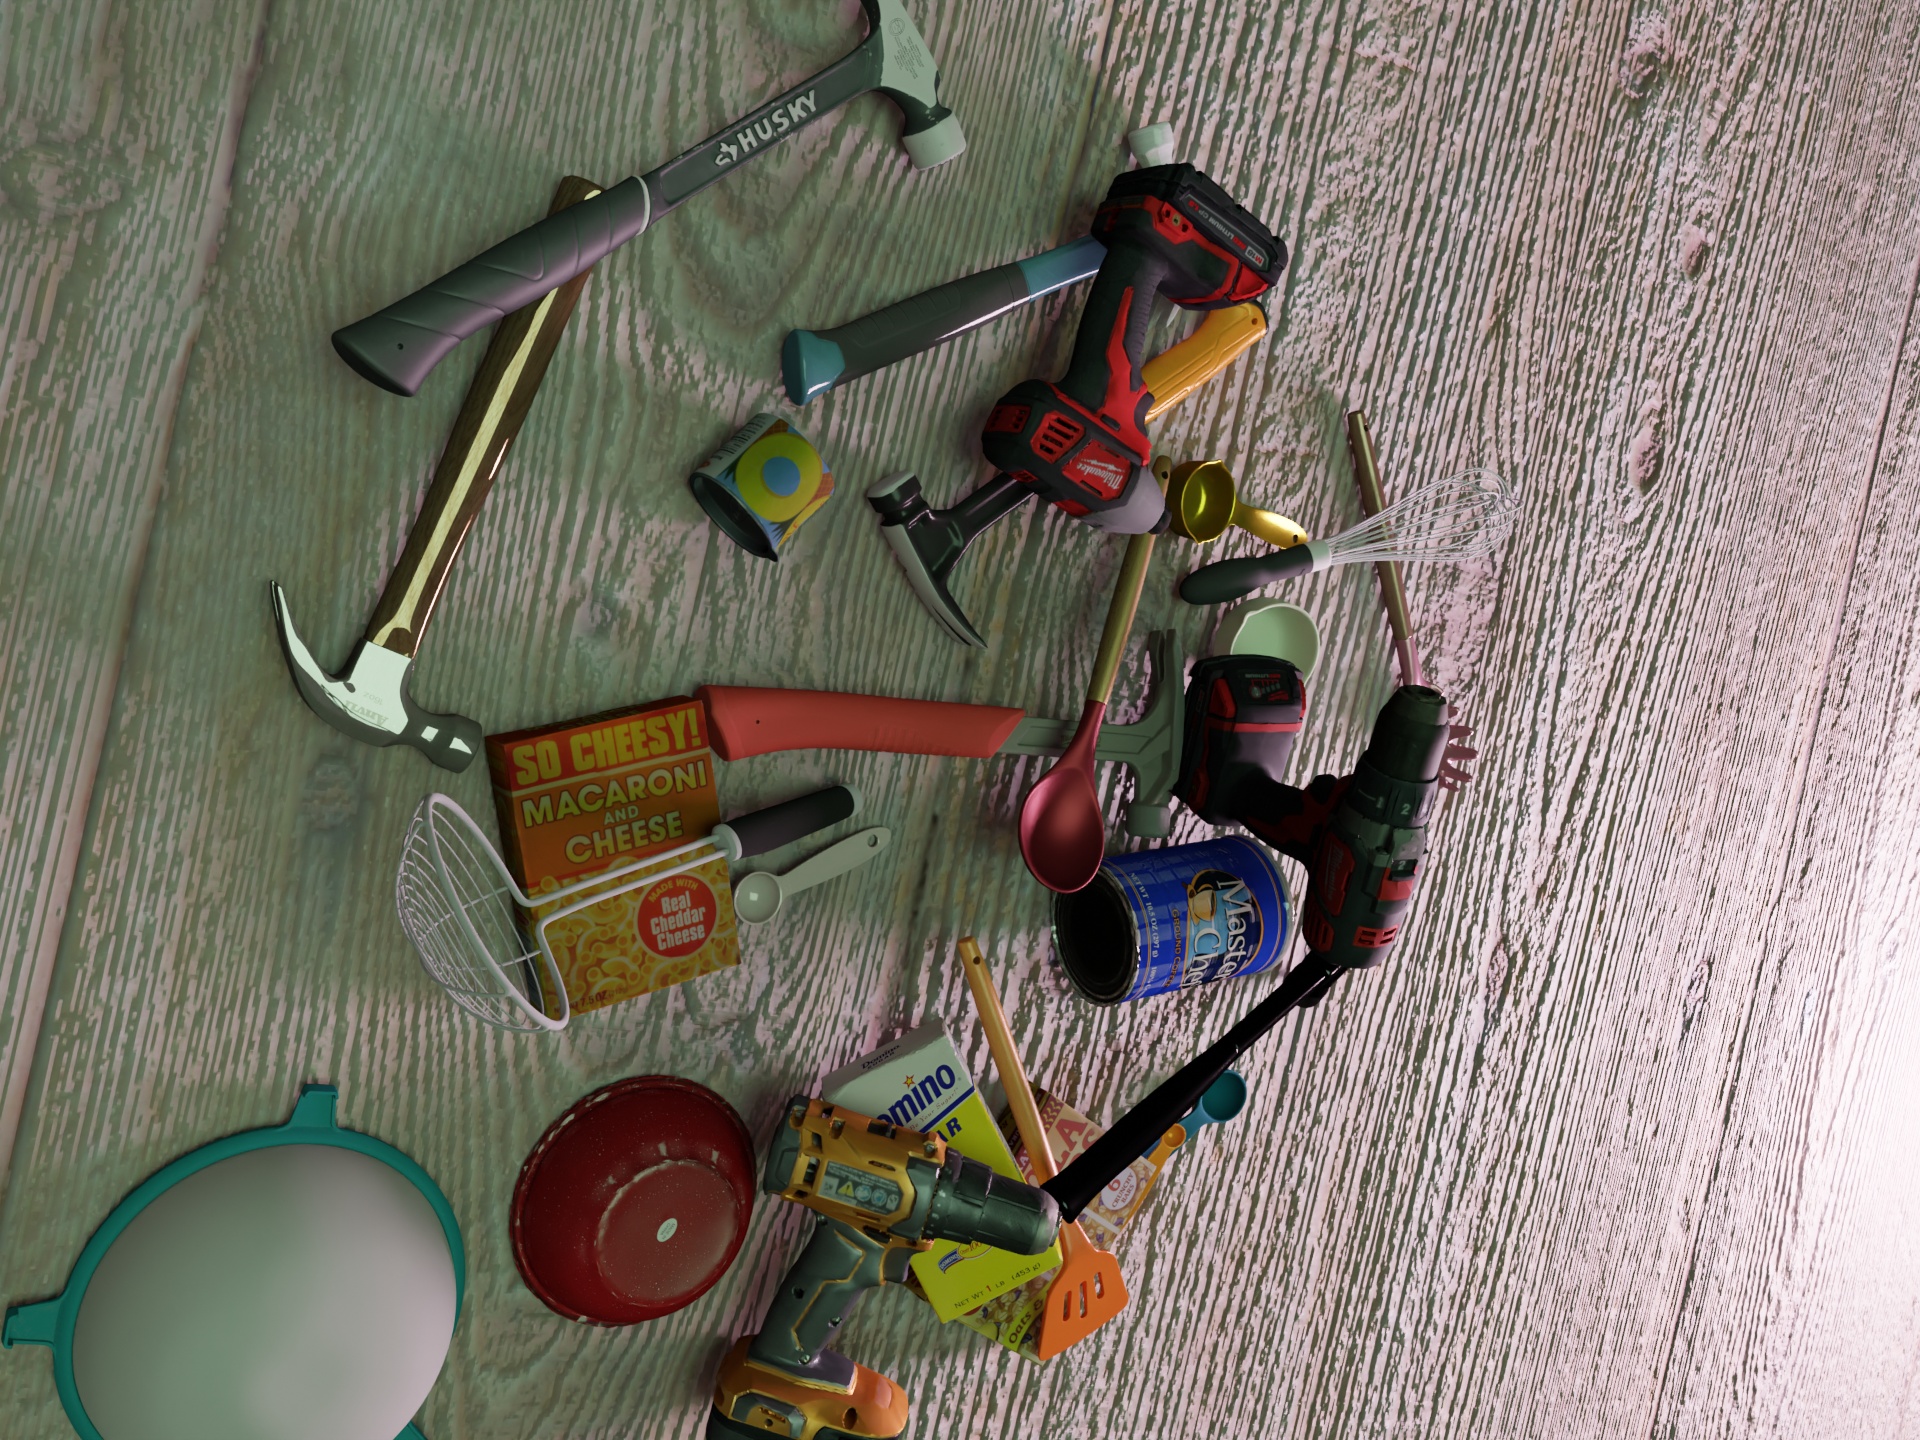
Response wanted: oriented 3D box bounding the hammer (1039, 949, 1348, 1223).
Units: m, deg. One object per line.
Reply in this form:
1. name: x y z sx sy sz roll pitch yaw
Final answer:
1. hammer: 0.179 0.240 1.121 0.335 0.146 0.035 -32 69 -32

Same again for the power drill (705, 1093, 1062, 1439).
1. power drill: -0.051 0.363 0.996 0.185 0.084 0.226 17 98 1

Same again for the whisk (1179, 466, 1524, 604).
1. whisk: 0.291 -0.130 1.177 0.284 0.070 0.070 -16 106 -15

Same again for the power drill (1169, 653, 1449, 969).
1. power drill: 0.234 0.031 1.057 0.080 0.227 0.187 0 116 -23

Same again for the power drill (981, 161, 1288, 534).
1. power drill: 0.116 -0.232 1.029 0.143 0.079 0.220 28 85 -31

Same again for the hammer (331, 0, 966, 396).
1. hammer: -0.166 -0.299 0.878 0.409 0.036 0.149 -41 121 -27

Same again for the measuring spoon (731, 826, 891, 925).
1. measuring spoon: -0.097 0.095 1.023 0.124 0.018 0.034 -24 109 -34

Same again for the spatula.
1. spatula: 0.049 0.294 1.090 0.081 0.041 0.322 -24 103 -25

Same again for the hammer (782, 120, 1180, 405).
1. hammer: 0.026 -0.280 1.031 0.331 0.033 0.128 -28 110 -25

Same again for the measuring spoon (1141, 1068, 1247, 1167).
1. measuring spoon: 0.164 0.311 1.215 0.128 0.021 0.042 -36 109 -12

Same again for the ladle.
1. ladle: 0.098 -0.036 1.072 0.069 0.031 0.315 24 75 -27

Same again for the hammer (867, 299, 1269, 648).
1. hammer: 0.093 -0.189 1.084 0.337 0.034 0.127 -39 114 -21

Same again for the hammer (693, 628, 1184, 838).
1. hammer: -0.002 -0.003 1.047 0.359 0.037 0.149 5 86 -31

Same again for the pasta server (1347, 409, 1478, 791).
1. pasta server: 0.351 -0.091 1.255 0.060 0.040 0.316 -30 111 -38

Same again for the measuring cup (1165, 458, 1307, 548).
1. measuring cup: 0.202 -0.150 1.168 0.156 0.029 0.062 13 93 -44

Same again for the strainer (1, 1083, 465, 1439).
1. strainer: -0.331 0.383 0.870 0.211 0.095 0.340 -38 114 -22

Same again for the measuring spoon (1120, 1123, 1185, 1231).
1. measuring spoon: 0.130 0.350 1.193 0.021 0.011 0.117 36 89 -18

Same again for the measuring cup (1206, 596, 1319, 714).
1. measuring cup: 0.189 -0.025 1.173 0.167 0.038 0.083 -41 117 -2

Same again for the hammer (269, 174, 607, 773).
1. hammer: -0.268 -0.145 0.870 0.130 0.031 0.331 25 83 -32

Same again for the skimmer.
1. skimmer: -0.151 0.069 0.862 0.363 0.090 0.127 -18 75 -55
